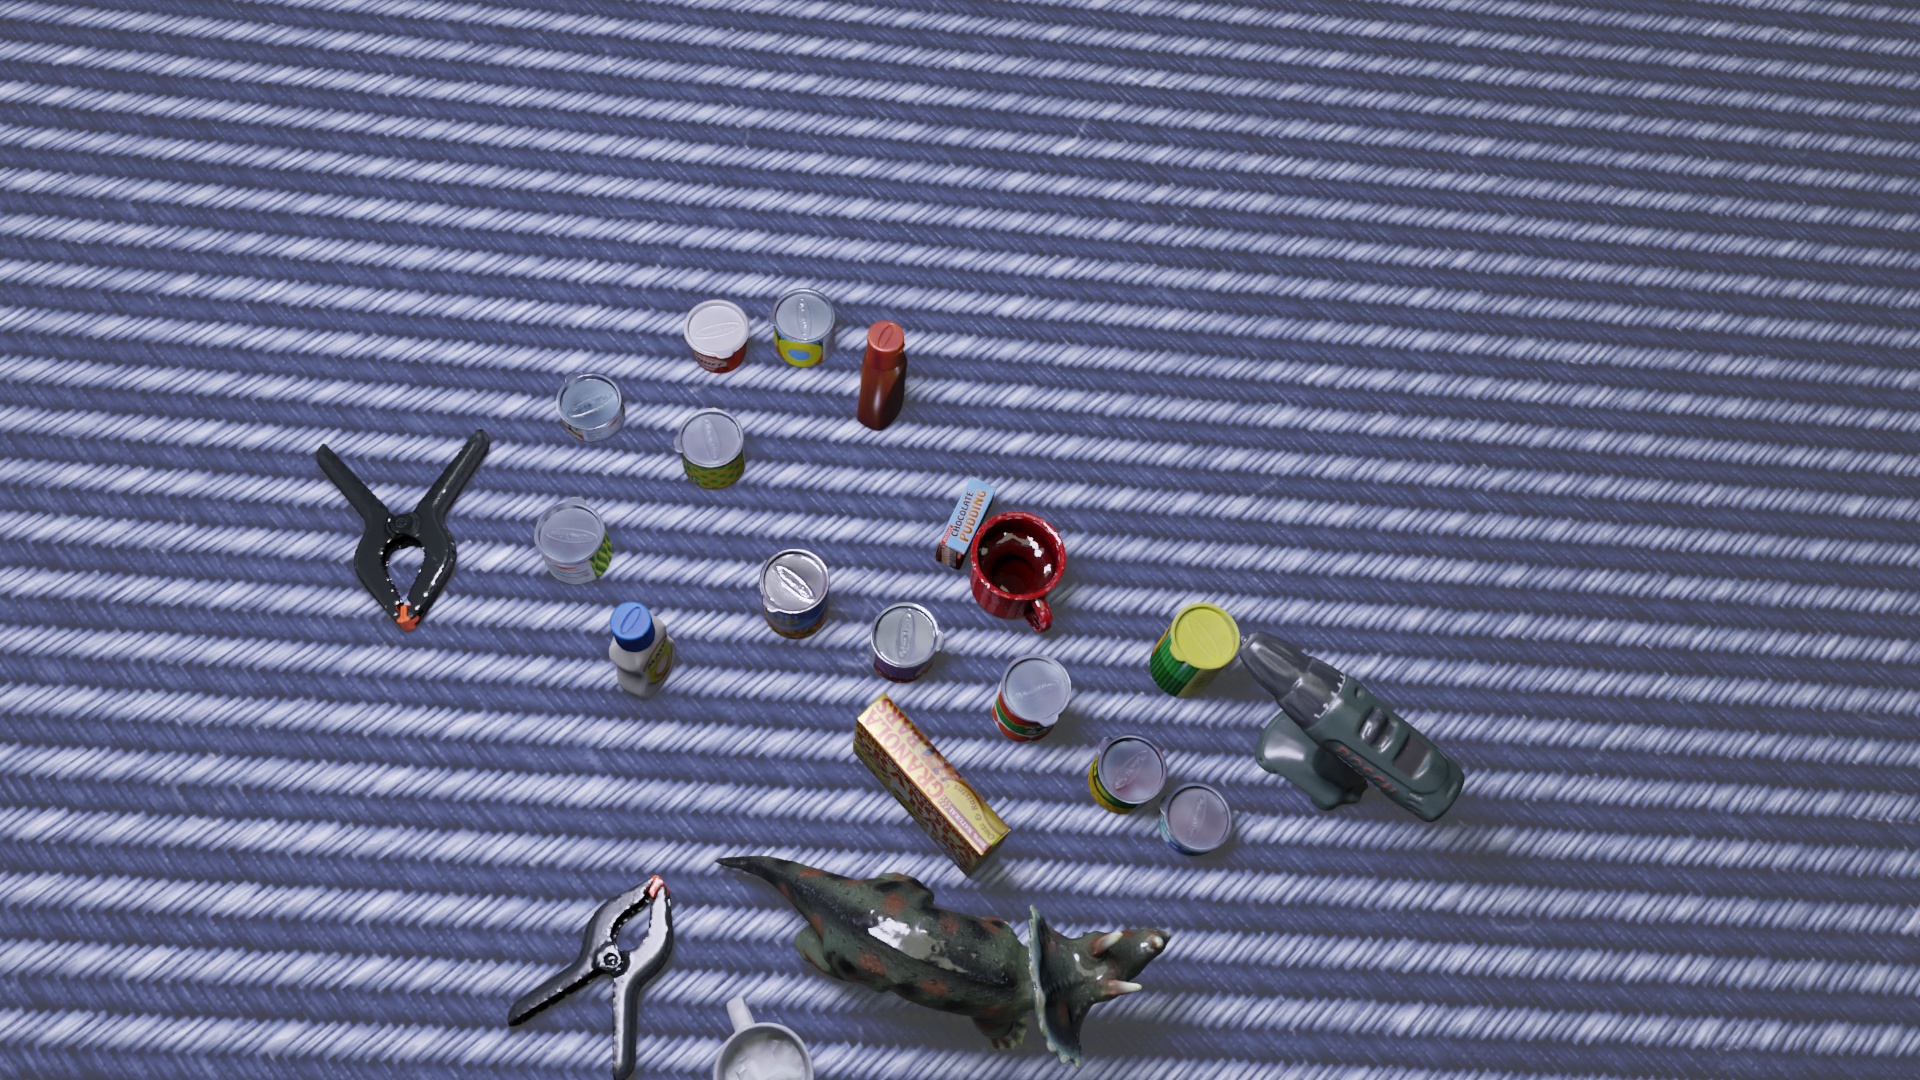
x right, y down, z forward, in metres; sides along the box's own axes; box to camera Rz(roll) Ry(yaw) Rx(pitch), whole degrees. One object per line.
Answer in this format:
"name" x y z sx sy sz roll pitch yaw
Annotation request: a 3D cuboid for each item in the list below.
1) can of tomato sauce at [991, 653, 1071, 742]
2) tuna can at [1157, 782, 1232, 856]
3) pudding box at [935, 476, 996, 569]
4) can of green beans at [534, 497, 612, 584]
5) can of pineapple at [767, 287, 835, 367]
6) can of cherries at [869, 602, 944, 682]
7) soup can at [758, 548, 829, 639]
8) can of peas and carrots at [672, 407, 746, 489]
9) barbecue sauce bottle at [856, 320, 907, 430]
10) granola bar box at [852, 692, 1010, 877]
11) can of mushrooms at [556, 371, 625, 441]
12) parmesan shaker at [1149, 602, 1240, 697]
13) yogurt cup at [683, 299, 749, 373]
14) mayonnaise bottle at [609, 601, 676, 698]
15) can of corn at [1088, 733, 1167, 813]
"can of tomato sauce" 0.068 0.154 1.330 0.071 0.082 0.071 2 67 -5
"tuna can" 0.221 0.266 1.327 0.071 0.032 0.071 2 67 -5
"pudding box" 0.005 -0.018 1.414 0.030 0.049 0.084 24 67 4
"can of green beans" -0.378 0.003 1.361 0.071 0.057 0.071 2 67 -5
"can of pineapple" -0.168 -0.226 1.479 0.071 0.057 0.071 2 67 -5
"can of cherries" -0.053 0.101 1.353 0.071 0.058 0.072 2 67 -5
"soup can" -0.163 0.055 1.348 0.071 0.083 0.071 2 67 -5
"can of peas and carrots" -0.254 -0.092 1.413 0.071 0.058 0.071 2 67 -5
"barbecue sauce bottle" -0.079 -0.171 1.416 0.044 0.148 0.065 25 68 5
"granola bar box" -0.031 0.226 1.268 0.039 0.123 0.166 -40 76 -19
"can of mushrooms" -0.382 -0.139 1.434 0.071 0.033 0.071 2 67 -5
"parmesan shaker" 0.224 0.110 1.354 0.071 0.102 0.071 2 68 -5
"yogurt cup" -0.256 -0.212 1.467 0.072 0.053 0.072 2 67 -5
"mayonnaise bottle" -0.295 0.098 1.281 0.041 0.147 0.065 27 68 5
"can of corn" 0.156 0.221 1.325 0.071 0.058 0.071 2 67 -5
